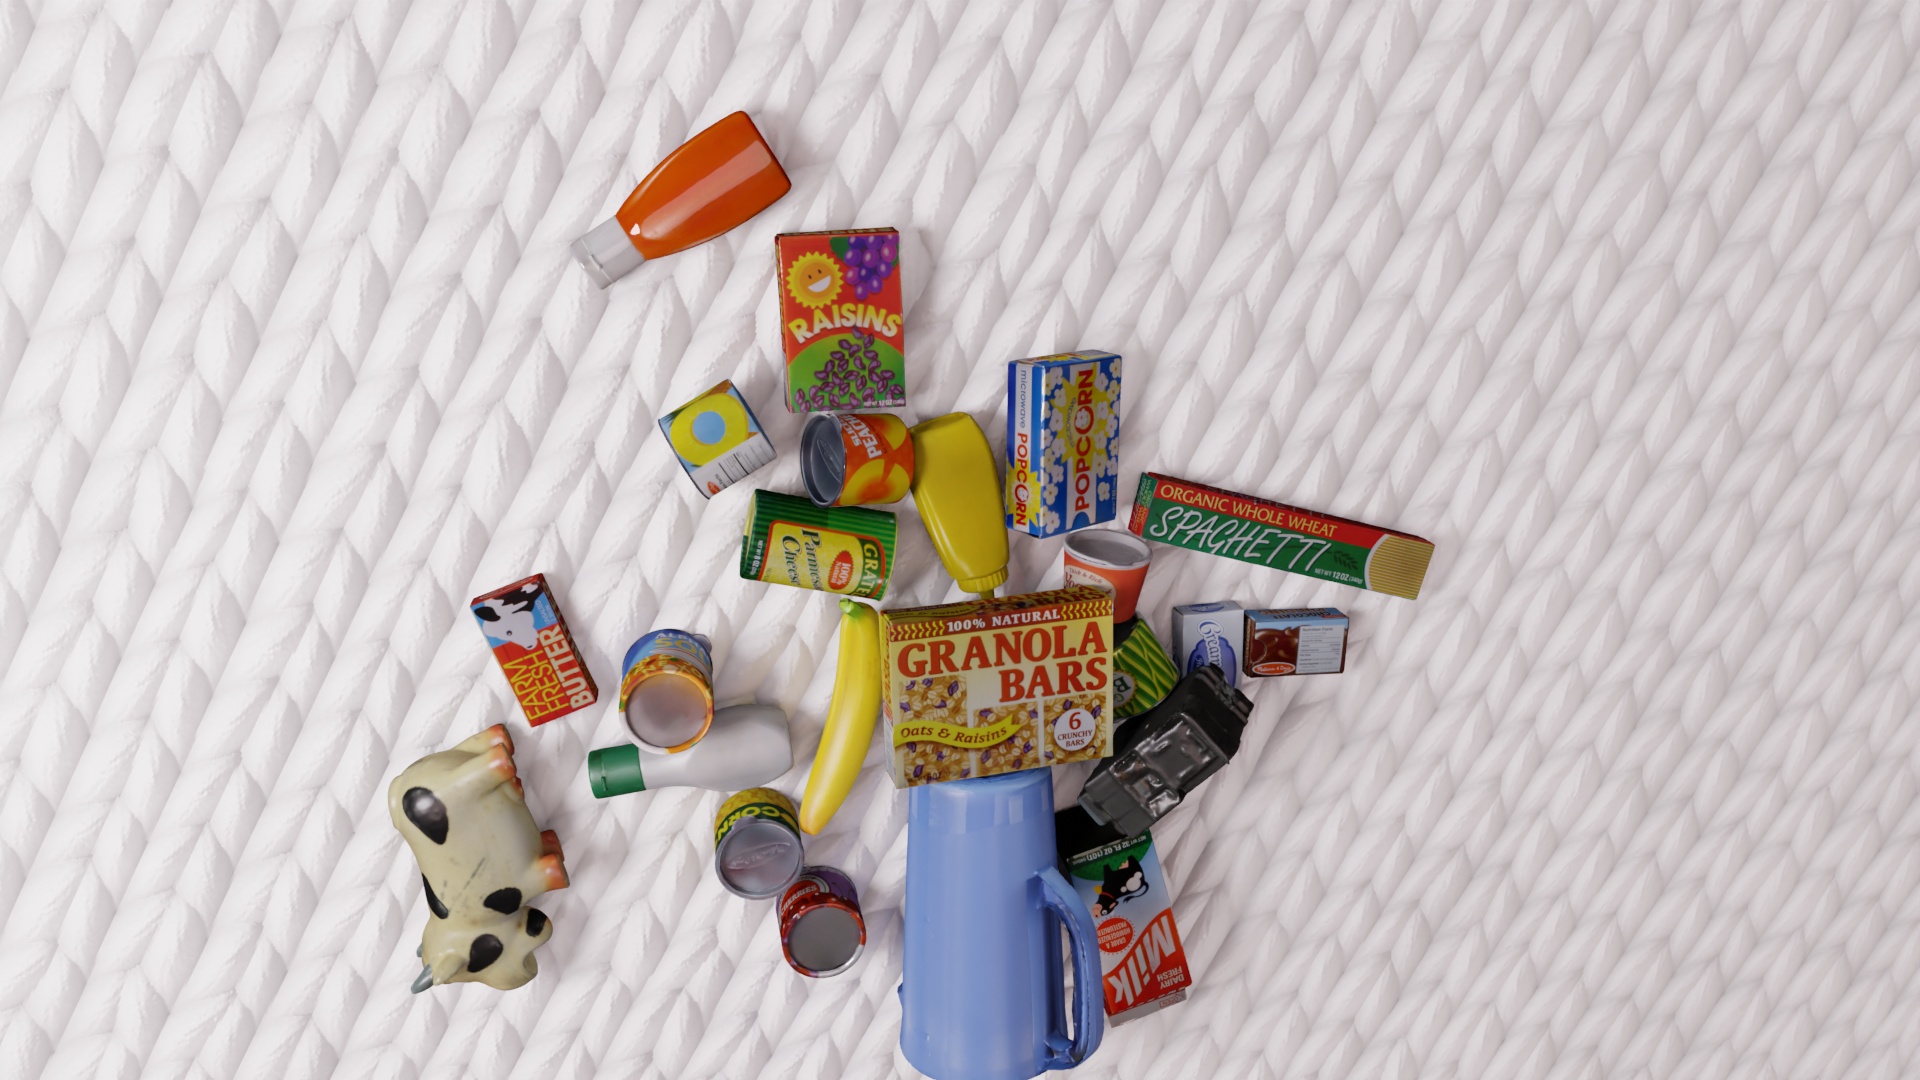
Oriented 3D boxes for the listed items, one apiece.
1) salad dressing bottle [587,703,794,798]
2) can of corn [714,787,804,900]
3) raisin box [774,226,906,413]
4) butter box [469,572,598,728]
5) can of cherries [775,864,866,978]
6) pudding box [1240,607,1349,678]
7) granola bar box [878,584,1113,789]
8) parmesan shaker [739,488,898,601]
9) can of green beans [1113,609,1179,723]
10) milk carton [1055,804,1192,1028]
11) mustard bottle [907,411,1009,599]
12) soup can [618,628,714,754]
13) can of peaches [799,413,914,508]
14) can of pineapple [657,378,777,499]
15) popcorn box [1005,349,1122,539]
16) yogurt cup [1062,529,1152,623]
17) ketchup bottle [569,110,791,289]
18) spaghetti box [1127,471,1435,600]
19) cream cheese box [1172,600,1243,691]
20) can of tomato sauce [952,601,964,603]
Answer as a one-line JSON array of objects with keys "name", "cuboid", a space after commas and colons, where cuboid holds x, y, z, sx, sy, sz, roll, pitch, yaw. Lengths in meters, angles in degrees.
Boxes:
[{"name": "salad dressing bottle", "cuboid": [-0.200, 0.161, 1.036, 0.148, 0.044, 0.064, -9, 109, -8]}, {"name": "can of corn", "cuboid": [-0.155, 0.227, 1.055, 0.071, 0.058, 0.071, -3, 106, -11]}, {"name": "raisin box", "cuboid": [-0.083, -0.155, 0.977, 0.086, 0.040, 0.123, -5, 107, -10]}, {"name": "butter box", "cuboid": [-0.306, 0.079, 1.002, 0.053, 0.024, 0.103, -22, 108, -4]}, {"name": "can of cherries", "cuboid": [-0.111, 0.296, 1.082, 0.071, 0.058, 0.071, -3, 106, -11]}, {"name": "pudding box", "cuboid": [0.267, 0.081, 1.118, 0.084, 0.030, 0.049, -2, 106, -11]}, {"name": "granola bar box", "cuboid": [0.027, 0.104, 0.999, 0.166, 0.039, 0.123, -6, 105, -16]}, {"name": "parmesan shaker", "cuboid": [-0.104, 0.006, 1.003, 0.103, 0.071, 0.071, 9, 103, -14]}, {"name": "can of green beans", "cuboid": [0.126, 0.095, 1.073, 0.071, 0.071, 0.057, -35, 109, 0]}, {"name": "milk carton", "cuboid": [0.132, 0.309, 1.129, 0.072, 0.073, 0.190, -18, 108, -7]}, {"name": "mustard bottle", "cuboid": [0.004, -0.013, 1.028, 0.065, 0.049, 0.159, -18, 109, -9]}, {"name": "soup can", "cuboid": [-0.209, 0.106, 0.998, 0.071, 0.084, 0.071, -3, 105, -11]}, {"name": "can of peaches", "cuboid": [-0.072, -0.059, 0.982, 0.058, 0.071, 0.071, -4, 107, -34]}, {"name": "can of pineapple", "cuboid": [-0.170, -0.072, 0.968, 0.058, 0.071, 0.071, -31, 109, -3]}, {"name": "popcorn box", "cuboid": [0.075, -0.072, 1.013, 0.085, 0.038, 0.126, -14, 111, -43]}, {"name": "yogurt cup", "cuboid": [0.108, 0.028, 1.054, 0.072, 0.072, 0.053, 2, 113, -12]}, {"name": "ketchup bottle", "cuboid": [-0.191, -0.224, 0.933, 0.149, 0.043, 0.064, -33, 108, -1]}, {"name": "spaghetti box", "cuboid": [0.254, -0.003, 1.093, 0.250, 0.029, 0.050, 12, 101, -15]}, {"name": "cream cheese box", "cuboid": [0.198, 0.102, 1.112, 0.053, 0.024, 0.103, -6, 106, -12]}, {"name": "can of tomato sauce", "cuboid": [0.005, 0.098, 1.048, 0.071, 0.071, 0.083, -33, 110, -1]}]
